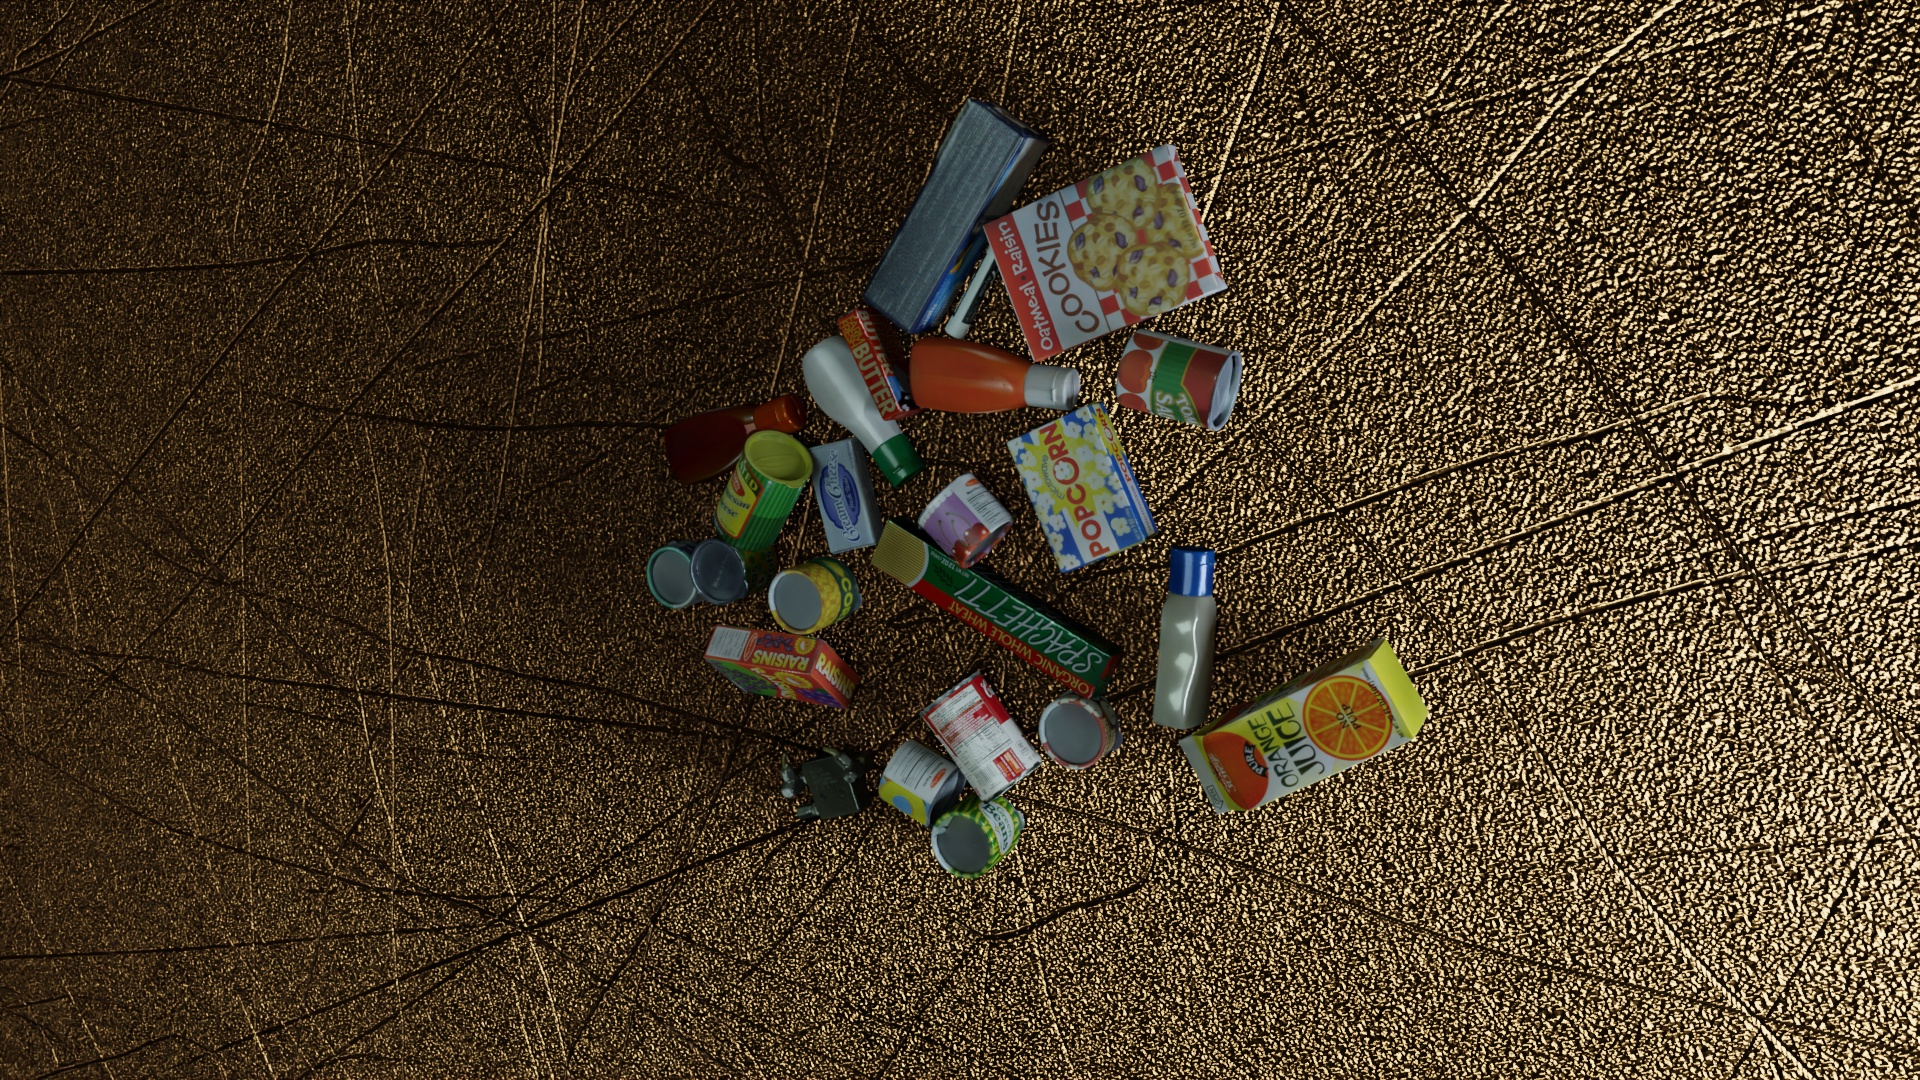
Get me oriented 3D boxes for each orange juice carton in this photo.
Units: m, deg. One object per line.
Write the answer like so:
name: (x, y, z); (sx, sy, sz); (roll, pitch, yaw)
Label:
orange juice carton: (0.271, 0.156, 1.124); (0.192, 0.073, 0.072); (-32, 85, 29)

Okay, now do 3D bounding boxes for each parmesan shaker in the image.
parmesan shaker: (-0.187, -0.043, 1.314); (0.071, 0.071, 0.102); (45, 132, 13)

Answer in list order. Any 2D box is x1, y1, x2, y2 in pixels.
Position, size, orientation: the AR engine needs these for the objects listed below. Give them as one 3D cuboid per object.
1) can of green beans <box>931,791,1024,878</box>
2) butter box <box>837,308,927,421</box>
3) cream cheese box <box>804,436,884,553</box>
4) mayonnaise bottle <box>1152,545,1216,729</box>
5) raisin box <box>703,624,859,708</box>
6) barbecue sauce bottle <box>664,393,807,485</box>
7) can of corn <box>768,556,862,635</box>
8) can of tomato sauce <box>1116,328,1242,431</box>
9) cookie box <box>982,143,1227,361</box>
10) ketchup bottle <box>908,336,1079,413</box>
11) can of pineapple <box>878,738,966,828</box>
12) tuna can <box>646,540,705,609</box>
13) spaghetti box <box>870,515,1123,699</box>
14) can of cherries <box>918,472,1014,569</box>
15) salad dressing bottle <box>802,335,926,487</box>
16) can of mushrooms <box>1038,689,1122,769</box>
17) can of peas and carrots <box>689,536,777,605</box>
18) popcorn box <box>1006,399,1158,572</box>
can of green beans: (0.014, 0.273, 1.289); (0.071, 0.058, 0.071); (6, 103, 27)
butter box: (-0.070, -0.159, 1.252); (0.024, 0.053, 0.103); (-26, 87, 27)
cream cheese box: (-0.108, -0.043, 1.311); (0.053, 0.024, 0.103); (-12, 94, 31)
mayonnaise bottle: (0.189, 0.079, 1.160); (0.041, 0.065, 0.147); (7, 99, 30)
raisin box: (-0.172, 0.121, 1.342); (0.123, 0.086, 0.040); (6, 63, 27)
barbecue sauce bottle: (-0.217, -0.103, 1.346); (0.148, 0.044, 0.065); (-18, 92, 29)
can of corn: (-0.139, 0.053, 1.327); (0.071, 0.058, 0.071); (6, 103, 27)
can of tomato sauce: (0.175, -0.129, 1.121); (0.083, 0.071, 0.071); (18, 108, 24)
cookie box: (0.117, -0.233, 1.138); (0.167, 0.040, 0.123); (-19, 95, 24)
ketchup bottle: (0.029, -0.139, 1.209); (0.149, 0.044, 0.064); (10, 119, 25)
can of pineapple: (-0.035, 0.228, 1.303); (0.058, 0.071, 0.070); (27, 111, 21)
tuna can: (-0.286, 0.033, 1.415); (0.071, 0.033, 0.071); (6, 103, 26)
spaghetti box: (0.030, 0.058, 1.256); (0.250, 0.029, 0.050); (31, 113, 19)
can of cherries: (0.004, -0.015, 1.235); (0.058, 0.072, 0.071); (46, 117, 11)
salad dressing bottle: (-0.087, -0.117, 1.276); (0.064, 0.044, 0.148); (-37, 83, 21)
can of mushrooms: (0.107, 0.169, 1.235); (0.071, 0.033, 0.071); (5, 102, 27)
can of peas and carrots: (-0.220, 0.026, 1.364); (0.071, 0.059, 0.070); (6, 103, 26)
popcorn box: (0.104, -0.045, 1.191); (0.085, 0.038, 0.126); (-24, 88, 30)
